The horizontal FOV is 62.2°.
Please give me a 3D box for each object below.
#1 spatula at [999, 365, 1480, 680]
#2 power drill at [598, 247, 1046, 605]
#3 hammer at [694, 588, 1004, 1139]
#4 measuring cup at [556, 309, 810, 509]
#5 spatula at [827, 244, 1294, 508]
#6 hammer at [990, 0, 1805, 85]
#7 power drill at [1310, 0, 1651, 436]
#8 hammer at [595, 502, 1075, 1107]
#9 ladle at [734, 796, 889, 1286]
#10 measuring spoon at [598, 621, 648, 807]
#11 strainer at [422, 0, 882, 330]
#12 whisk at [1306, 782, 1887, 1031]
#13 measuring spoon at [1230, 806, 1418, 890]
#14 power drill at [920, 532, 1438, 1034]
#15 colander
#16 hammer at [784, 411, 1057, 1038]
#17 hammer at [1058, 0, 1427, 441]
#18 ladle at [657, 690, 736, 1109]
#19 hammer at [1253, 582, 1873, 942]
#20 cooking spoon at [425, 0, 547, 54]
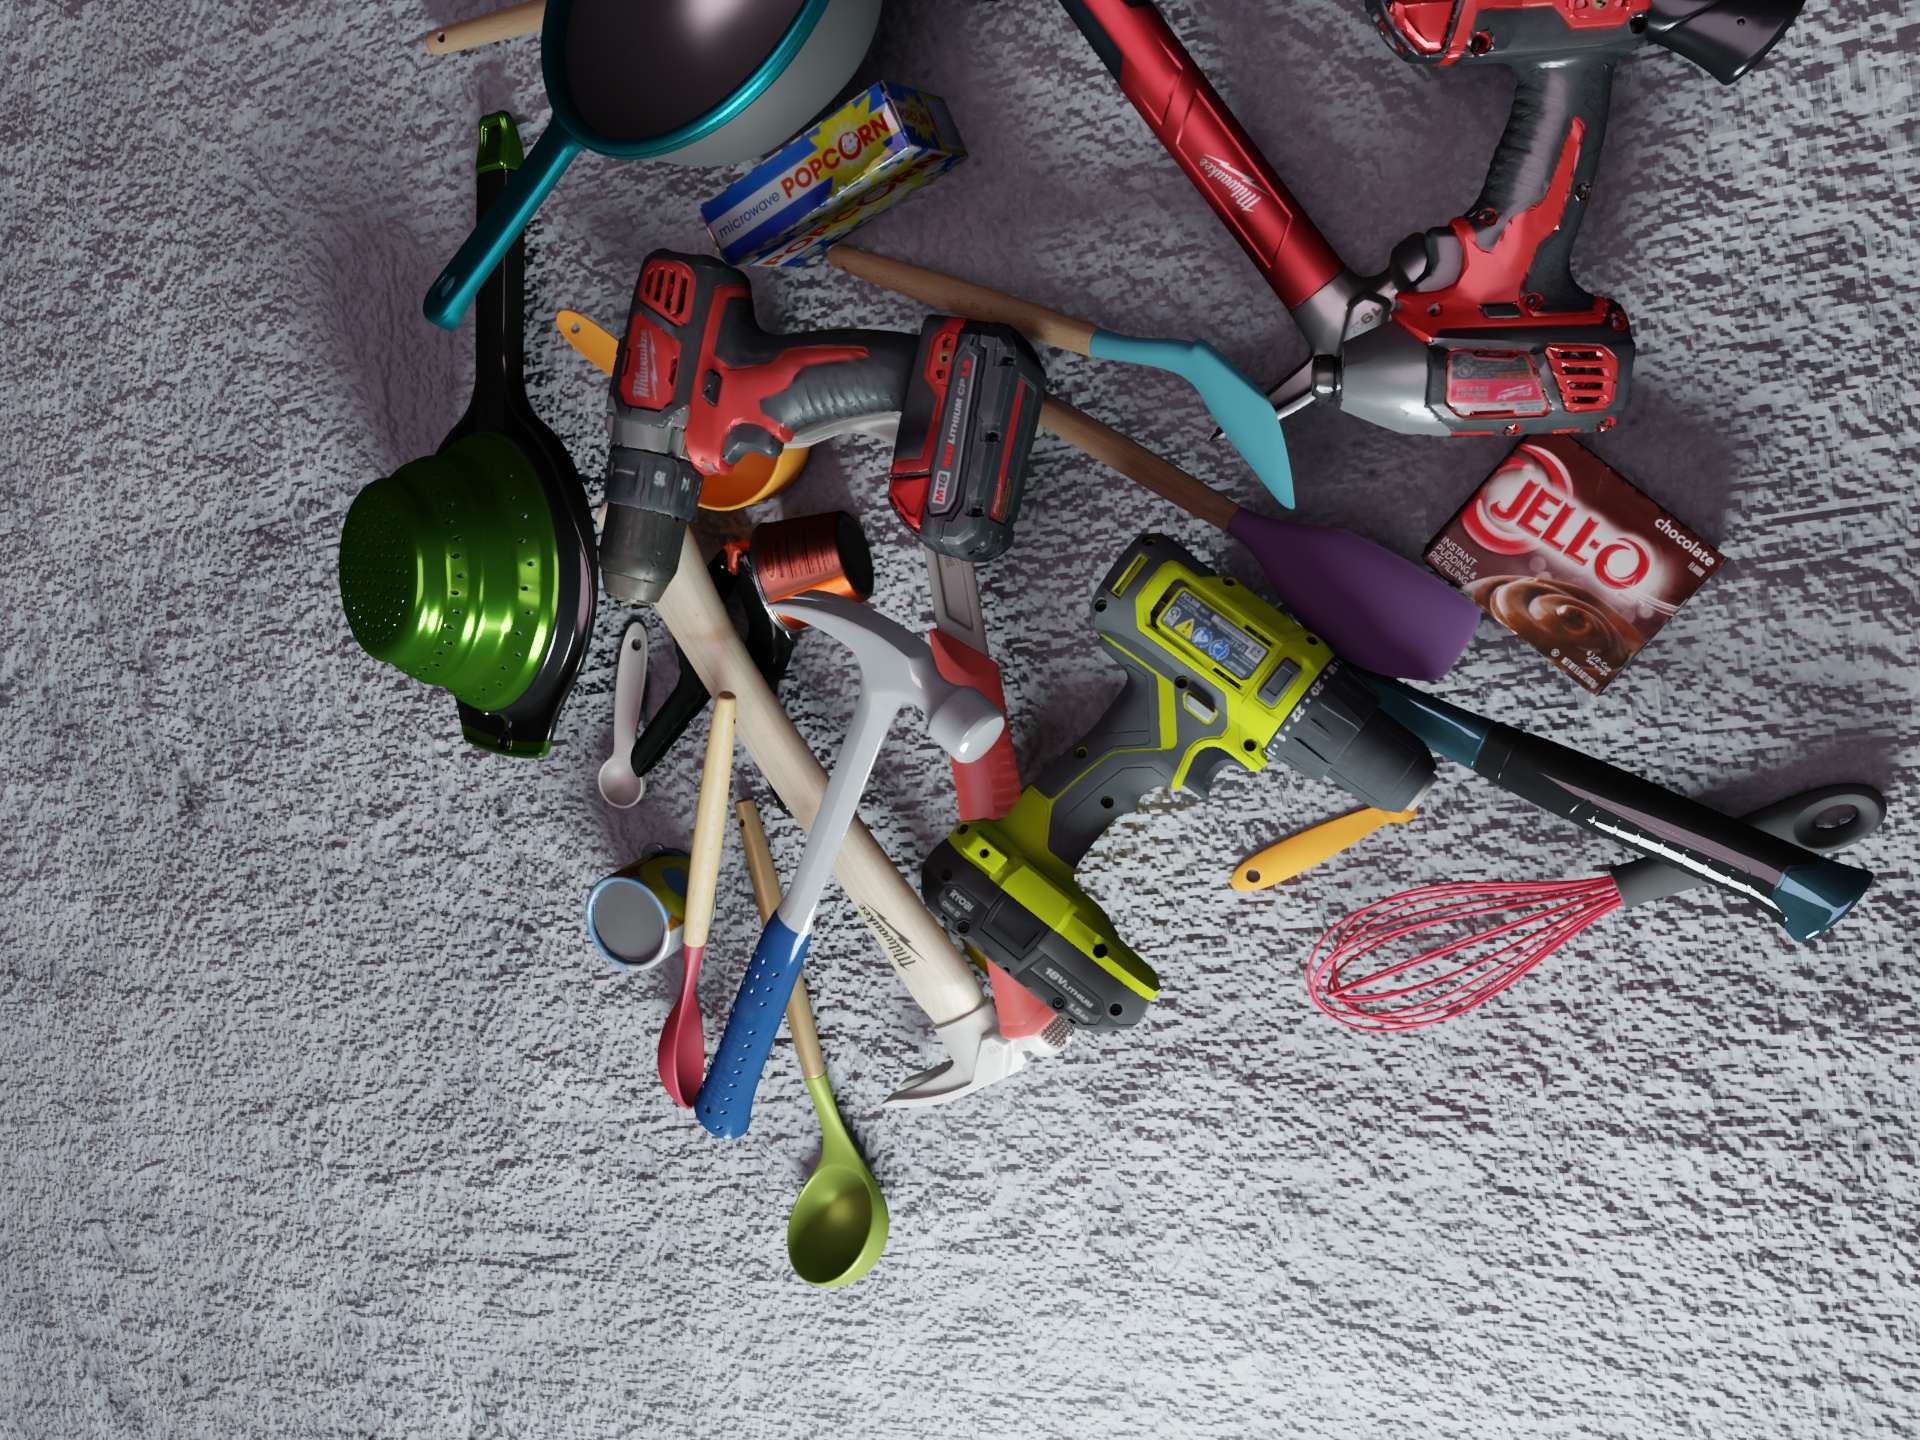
[{"bbox_3d":[0.120,-0.116,0.829,0.316,0.018,0.059,34,112,14],"label":"spatula"},{"bbox_3d":[-0.084,-0.138,0.832,0.227,0.080,0.188,13,94,15],"label":"power drill"},{"bbox_3d":[-0.097,0.104,0.925,0.144,0.035,0.405,41,130,23],"label":"hammer"},{"bbox_3d":[-0.165,-0.196,0.952,0.174,0.052,0.095,37,114,13],"label":"measuring cup"},{"bbox_3d":[0.044,-0.199,0.836,0.318,0.082,0.044,27,73,30],"label":"spatula"},{"bbox_3d":[0.190,-0.384,0.766,0.409,0.036,0.149,22,109,16],"label":"hammer"},{"bbox_3d":[0.233,-0.238,0.719,0.143,0.078,0.219,0,110,10],"label":"power drill"},{"bbox_3d":[-0.097,0.046,0.952,0.146,0.038,0.410,-33,91,38],"label":"hammer"},{"bbox_3d":[-0.109,0.208,1.025,0.078,0.062,0.320,-10,96,41],"label":"ladle"},{"bbox_3d":[-0.214,-0.004,1.043,0.034,0.018,0.124,12,100,20],"label":"measuring spoon"},{"bbox_3d":[-0.156,-0.328,0.850,0.340,0.095,0.211,-46,57,17],"label":"strainer"},{"bbox_3d":[0.319,0.094,0.818,0.296,0.073,0.073,-23,93,19],"label":"whisk"},{"bbox_3d":[0.200,0.069,0.884,0.117,0.011,0.021,-30,90,26],"label":"measuring spoon"},{"bbox_3d":[0.107,0.044,0.808,0.190,0.080,0.228,38,92,11],"label":"power drill"},{"bbox_3d":[-0.314,-0.173,0.970,0.205,0.094,0.397,8,98,44],"label":"colander"},{"bbox_3d":[-0.001,-0.003,0.882,0.149,0.036,0.359,-10,89,3],"label":"hammer"},{"bbox_3d":[0.075,-0.324,0.788,0.143,0.038,0.386,-35,99,27],"label":"hammer"},{"bbox_3d":[-0.162,0.118,0.989,0.031,0.069,0.315,11,121,-2],"label":"ladle"},{"bbox_3d":[0.277,0.020,0.800,0.331,0.033,0.128,27,106,25],"label":"hammer"},{"bbox_3d":[-0.180,-0.425,0.919,0.319,0.017,0.068,-3,101,23],"label":"cooking spoon"}]
